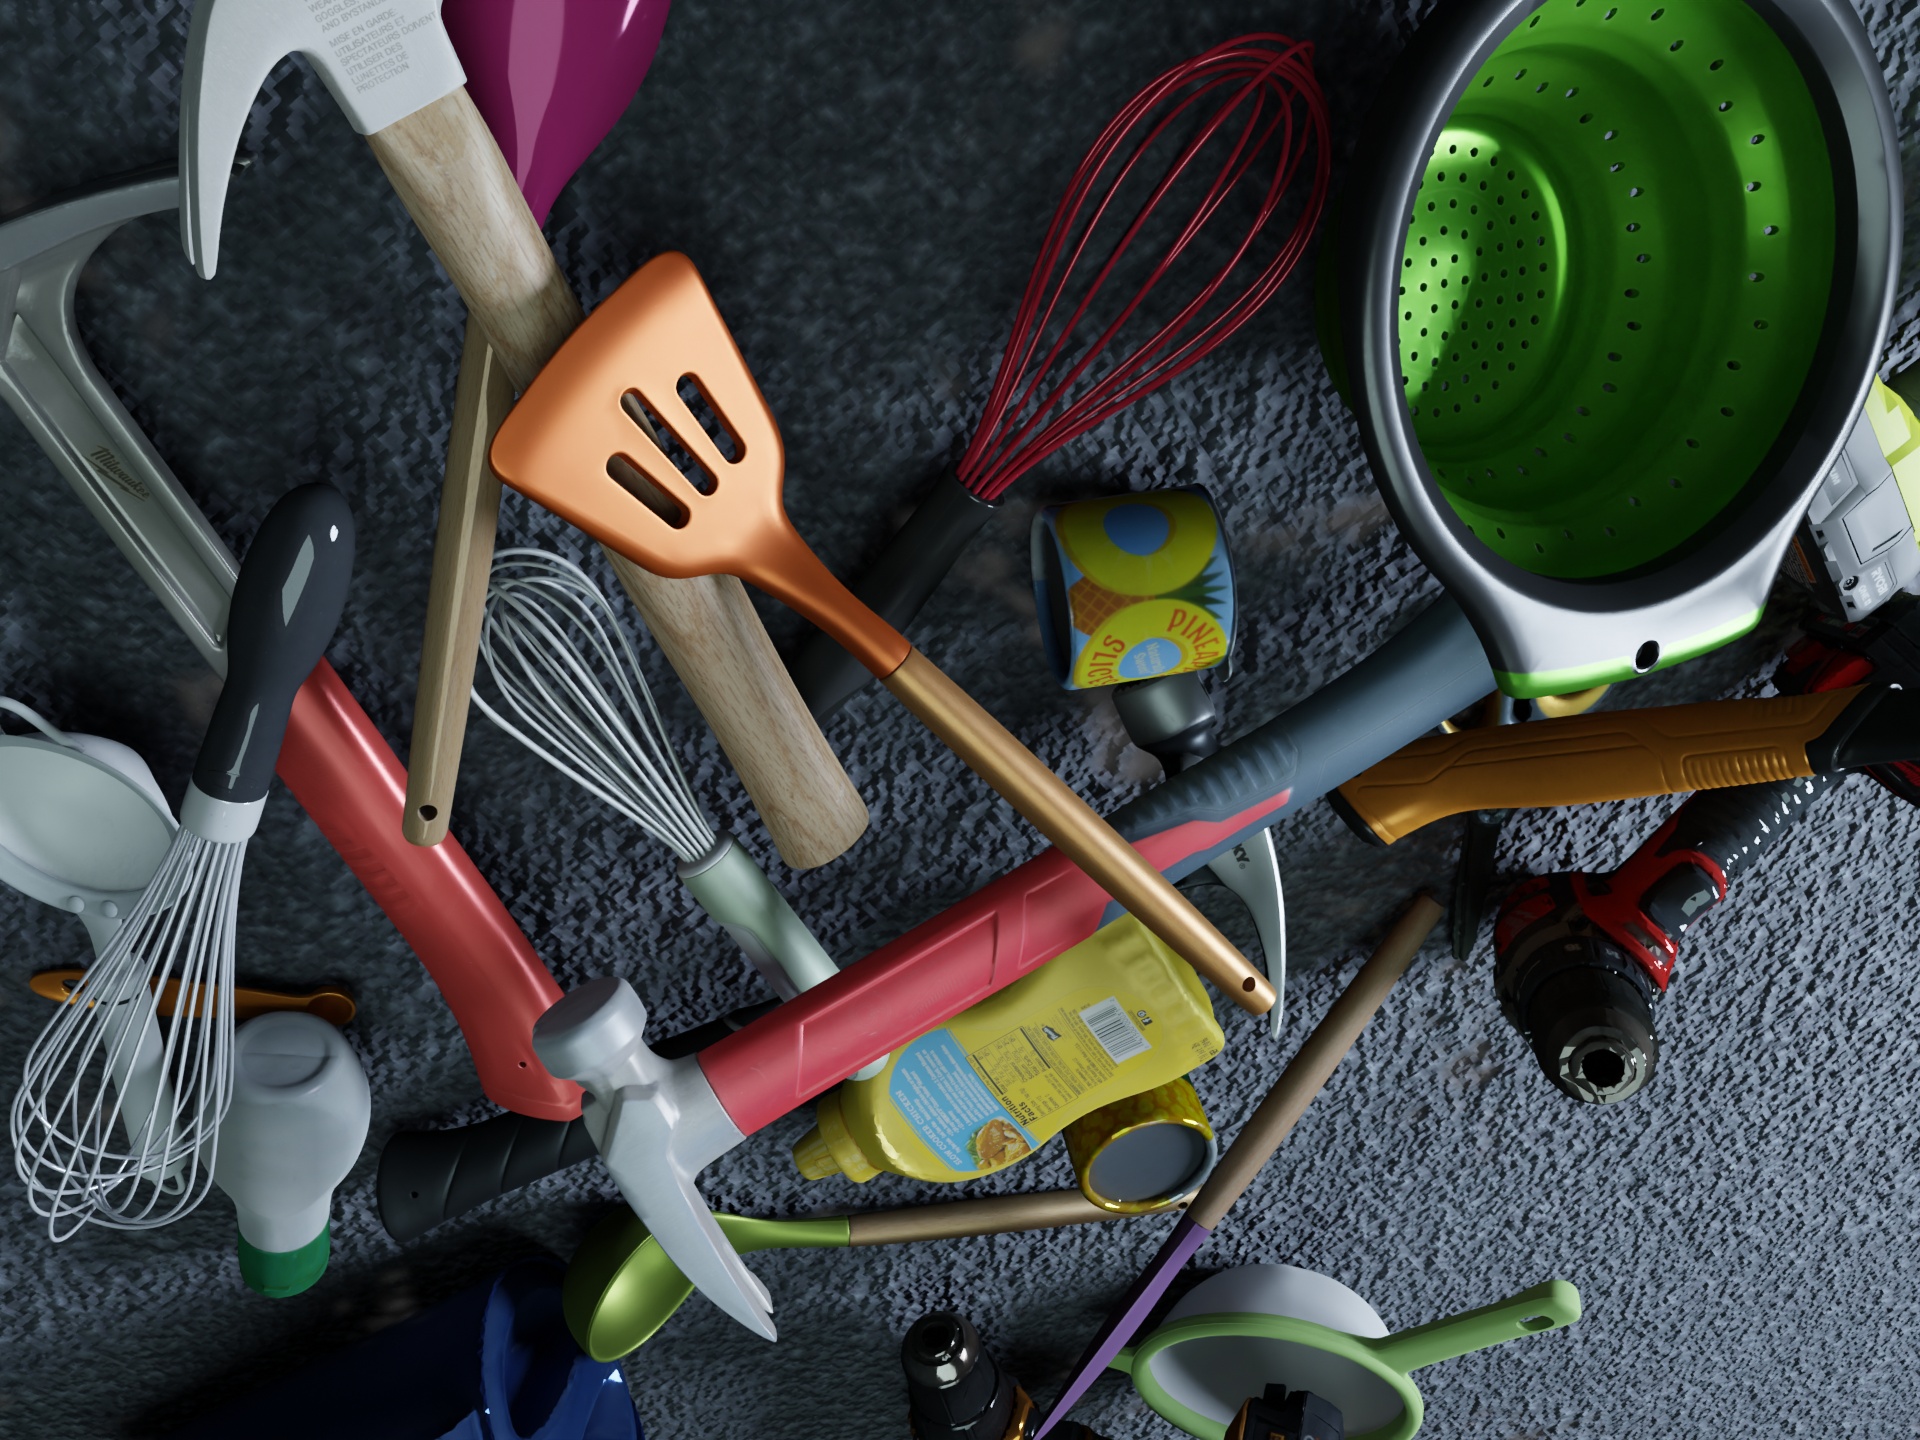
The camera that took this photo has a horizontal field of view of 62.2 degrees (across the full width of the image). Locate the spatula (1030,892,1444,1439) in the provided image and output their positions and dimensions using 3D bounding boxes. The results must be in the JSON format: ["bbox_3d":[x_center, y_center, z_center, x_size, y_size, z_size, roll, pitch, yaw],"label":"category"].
[{"bbox_3d":[0.124,0.210,0.732,0.316,0.018,0.059,-55,161,3],"label":"spatula"}]

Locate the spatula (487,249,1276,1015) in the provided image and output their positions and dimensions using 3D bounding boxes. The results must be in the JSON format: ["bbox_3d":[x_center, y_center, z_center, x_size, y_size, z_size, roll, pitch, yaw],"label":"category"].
[{"bbox_3d":[-0.001,-0.002,0.497,0.322,0.041,0.081,43,79,-20],"label":"spatula"}]

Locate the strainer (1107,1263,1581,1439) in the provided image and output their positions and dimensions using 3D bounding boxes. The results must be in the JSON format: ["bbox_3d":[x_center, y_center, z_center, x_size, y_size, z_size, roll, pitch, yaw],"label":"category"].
[{"bbox_3d":[0.203,0.308,0.819,0.151,0.069,0.256,38,130,-19],"label":"strainer"}]

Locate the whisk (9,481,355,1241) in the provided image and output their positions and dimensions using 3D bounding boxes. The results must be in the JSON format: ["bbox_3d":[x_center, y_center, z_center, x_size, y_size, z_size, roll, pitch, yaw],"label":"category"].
[{"bbox_3d":[-0.241,0.053,0.503,0.070,0.070,0.284,18,111,-25],"label":"whisk"}]

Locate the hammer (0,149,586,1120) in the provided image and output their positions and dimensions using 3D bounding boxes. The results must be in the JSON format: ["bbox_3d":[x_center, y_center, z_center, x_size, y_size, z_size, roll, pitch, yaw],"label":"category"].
[{"bbox_3d":[-0.205,0.003,0.530,0.149,0.037,0.358,-23,122,3],"label":"hammer"}]

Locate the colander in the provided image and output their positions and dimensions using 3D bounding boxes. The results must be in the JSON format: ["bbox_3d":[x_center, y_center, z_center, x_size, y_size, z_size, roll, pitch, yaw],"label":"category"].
[{"bbox_3d":[0.169,-0.210,0.462,0.204,0.095,0.397,-14,110,-20],"label":"colander"}]

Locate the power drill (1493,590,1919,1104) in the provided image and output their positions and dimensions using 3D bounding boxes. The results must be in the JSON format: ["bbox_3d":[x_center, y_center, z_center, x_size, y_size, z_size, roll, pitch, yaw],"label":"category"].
[{"bbox_3d":[0.306,0.055,0.628,0.080,0.188,0.226,46,107,5],"label":"power drill"}]

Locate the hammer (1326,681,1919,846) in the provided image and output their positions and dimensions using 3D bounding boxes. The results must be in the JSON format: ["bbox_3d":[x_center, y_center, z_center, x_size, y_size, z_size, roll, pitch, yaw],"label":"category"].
[{"bbox_3d":[0.288,-0.001,0.562,0.337,0.127,0.034,-11,145,39],"label":"hammer"}]

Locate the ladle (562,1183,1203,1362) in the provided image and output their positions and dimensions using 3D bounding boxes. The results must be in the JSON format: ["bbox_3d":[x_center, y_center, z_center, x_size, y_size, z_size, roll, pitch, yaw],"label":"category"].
[{"bbox_3d":[-0.026,0.251,0.760,0.320,0.062,0.078,-1,126,-17],"label":"ladle"}]

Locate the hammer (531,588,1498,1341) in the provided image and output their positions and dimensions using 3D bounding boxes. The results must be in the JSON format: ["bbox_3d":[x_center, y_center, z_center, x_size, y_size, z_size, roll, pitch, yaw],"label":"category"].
[{"bbox_3d":[0.053,0.069,0.569,0.386,0.038,0.143,-30,107,-5],"label":"hammer"}]

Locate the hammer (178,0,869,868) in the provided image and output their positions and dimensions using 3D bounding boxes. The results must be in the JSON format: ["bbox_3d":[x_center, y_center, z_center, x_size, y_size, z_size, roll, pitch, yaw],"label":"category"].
[{"bbox_3d":[-0.104,-0.073,0.472,0.130,0.031,0.331,-34,129,-13],"label":"hammer"}]

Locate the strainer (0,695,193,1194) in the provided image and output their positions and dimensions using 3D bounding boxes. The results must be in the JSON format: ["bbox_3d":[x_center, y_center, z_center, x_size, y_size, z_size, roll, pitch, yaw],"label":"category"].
[{"bbox_3d":[-0.304,0.085,0.571,0.087,0.050,0.258,10,124,1],"label":"strainer"}]

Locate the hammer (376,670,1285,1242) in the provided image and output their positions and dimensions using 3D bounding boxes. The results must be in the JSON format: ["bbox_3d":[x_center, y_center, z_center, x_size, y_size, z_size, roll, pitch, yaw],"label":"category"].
[{"bbox_3d":[-0.062,0.125,0.645,0.409,0.036,0.149,-25,95,11],"label":"hammer"}]

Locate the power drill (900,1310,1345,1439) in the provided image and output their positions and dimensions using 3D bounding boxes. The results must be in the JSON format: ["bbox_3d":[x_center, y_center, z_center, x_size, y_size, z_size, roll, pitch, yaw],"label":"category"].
[{"bbox_3d":[0.079,0.378,0.822,0.226,0.084,0.185,2,132,21],"label":"power drill"}]

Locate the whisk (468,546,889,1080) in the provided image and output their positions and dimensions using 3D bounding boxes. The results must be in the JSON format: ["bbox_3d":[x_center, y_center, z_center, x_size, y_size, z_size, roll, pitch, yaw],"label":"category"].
[{"bbox_3d":[-0.096,0.042,0.567,0.059,0.058,0.246,-48,117,-30],"label":"whisk"}]

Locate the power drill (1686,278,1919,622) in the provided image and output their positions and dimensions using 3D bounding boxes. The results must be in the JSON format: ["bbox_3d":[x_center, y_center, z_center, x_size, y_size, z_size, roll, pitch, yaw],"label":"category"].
[{"bbox_3d":[0.366,-0.155,0.553,0.223,0.080,0.171,-39,126,10],"label":"power drill"}]

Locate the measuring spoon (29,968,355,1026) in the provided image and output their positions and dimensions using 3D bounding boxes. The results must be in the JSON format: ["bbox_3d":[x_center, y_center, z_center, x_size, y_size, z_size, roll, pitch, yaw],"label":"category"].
[{"bbox_3d":[-0.295,0.105,0.616,0.117,0.011,0.021,8,126,-15],"label":"measuring spoon"}]

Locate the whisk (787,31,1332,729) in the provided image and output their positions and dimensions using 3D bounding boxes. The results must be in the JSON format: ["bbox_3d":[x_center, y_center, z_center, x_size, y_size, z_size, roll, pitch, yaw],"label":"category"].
[{"bbox_3d":[0.017,-0.092,0.520,0.073,0.073,0.295,24,122,-28],"label":"whisk"}]

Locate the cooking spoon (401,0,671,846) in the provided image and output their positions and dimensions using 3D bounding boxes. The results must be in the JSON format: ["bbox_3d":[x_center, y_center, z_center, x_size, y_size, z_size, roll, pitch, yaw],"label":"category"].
[{"bbox_3d":[-0.137,-0.105,0.465,0.068,0.017,0.318,7,112,-19],"label":"cooking spoon"}]
